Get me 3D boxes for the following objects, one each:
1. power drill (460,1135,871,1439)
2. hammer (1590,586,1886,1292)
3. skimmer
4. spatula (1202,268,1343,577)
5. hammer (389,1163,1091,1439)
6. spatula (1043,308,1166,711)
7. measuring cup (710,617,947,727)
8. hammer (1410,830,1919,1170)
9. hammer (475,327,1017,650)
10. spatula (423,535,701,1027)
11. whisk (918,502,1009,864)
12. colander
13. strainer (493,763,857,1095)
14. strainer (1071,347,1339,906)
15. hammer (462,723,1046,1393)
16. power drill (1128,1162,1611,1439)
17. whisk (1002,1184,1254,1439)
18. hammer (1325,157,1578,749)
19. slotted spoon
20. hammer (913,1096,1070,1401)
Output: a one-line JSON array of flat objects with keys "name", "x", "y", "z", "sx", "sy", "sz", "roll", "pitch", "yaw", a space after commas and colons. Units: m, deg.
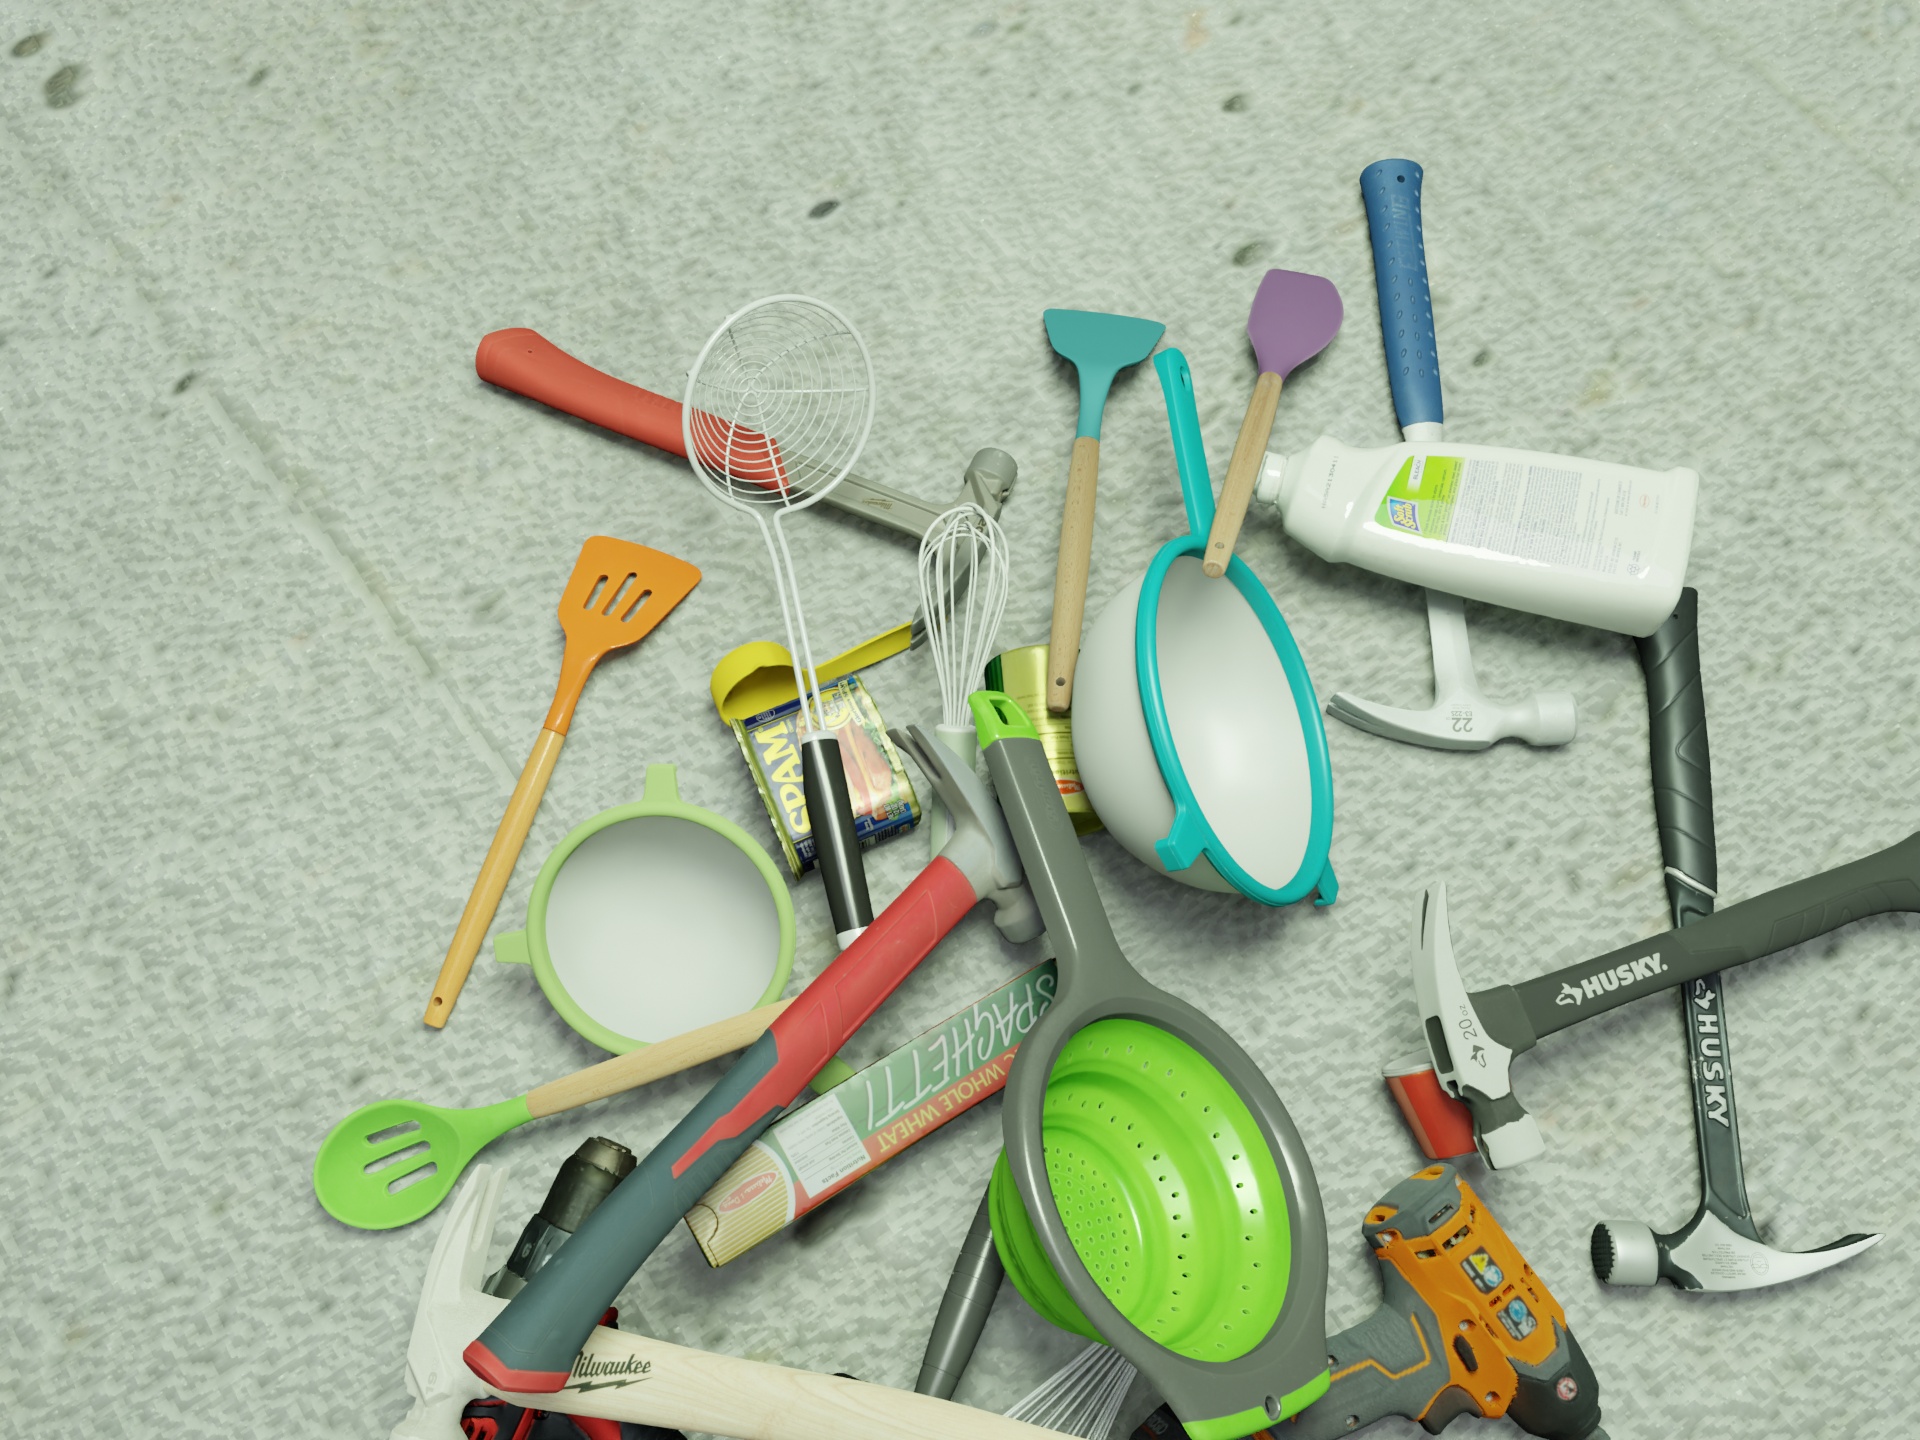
[{"name": "power drill", "x": -0.154, "y": 0.345, "z": 0.842, "sx": 0.227, "sy": 0.080, "sz": 0.188, "roll": 20, "pitch": 74, "yaw": 11}, {"name": "hammer", "x": 0.429, "y": 0.114, "z": 0.918, "sx": 0.149, "sy": 0.036, "sz": 0.409, "roll": 2, "pitch": 72, "yaw": 1}, {"name": "skimmer", "x": -0.078, "y": -0.056, "z": 0.894, "sx": 0.127, "sy": 0.090, "sz": 0.363, "roll": -3, "pitch": 75, "yaw": -38}, {"name": "spatula", "x": 0.187, "y": -0.191, "z": 0.968, "sx": 0.060, "sy": 0.018, "sz": 0.316, "roll": 14, "pitch": 48, "yaw": 11}, {"name": "hammer", "x": -0.076, "y": 0.319, "z": 0.758, "sx": 0.411, "sy": 0.038, "sz": 0.146, "roll": 5, "pitch": 73, "yaw": 16}, {"name": "spatula", "x": 0.076, "y": -0.143, "z": 0.978, "sx": 0.082, "sy": 0.044, "sz": 0.318, "roll": 8, "pitch": 64, "yaw": 2}, {"name": "measuring cup", "x": -0.082, "y": -0.042, "z": 0.981, "sx": 0.156, "sy": 0.062, "sz": 0.029, "roll": -24, "pitch": 57, "yaw": -18}, {"name": "hammer", "x": 0.401, "y": 0.120, "z": 0.870, "sx": 0.334, "sy": 0.035, "sz": 0.146, "roll": -16, "pitch": 75, "yaw": -14}, {"name": "hammer", "x": -0.152, "y": -0.167, "z": 1.014, "sx": 0.359, "sy": 0.036, "sz": 0.149, "roll": 22, "pitch": 60, "yaw": 10}, {"name": "spatula", "x": -0.254, "y": 0.032, "z": 0.972, "sx": 0.081, "sy": 0.041, "sz": 0.323, "roll": 18, "pitch": 78, "yaw": 8}, {"name": "whisk", "x": -0.001, "y": -0.003, "z": 0.925, "sx": 0.057, "sy": 0.059, "sz": 0.246, "roll": -1, "pitch": 97, "yaw": -32}, {"name": "colander", "x": 0.057, "y": 0.173, "z": 0.836, "sx": 0.204, "sy": 0.094, "sz": 0.397, "roll": 3, "pitch": 58, "yaw": -43}, {"name": "strainer", "x": -0.126, "y": 0.149, "z": 0.913, "sx": 0.256, "sy": 0.069, "sz": 0.151, "roll": 42, "pitch": 98, "yaw": -5}, {"name": "strainer", "x": 0.116, "y": -0.051, "z": 0.921, "sx": 0.095, "sy": 0.210, "sz": 0.341, "roll": -20, "pitch": 68, "yaw": 33}, {"name": "hammer", "x": -0.103, "y": 0.165, "z": 0.803, "sx": 0.386, "sy": 0.038, "sz": 0.143, "roll": -44, "pitch": 107, "yaw": -32}, {"name": "power drill", "x": 0.219, "y": 0.363, "z": 0.820, "sx": 0.226, "sy": 0.084, "sz": 0.164, "roll": -35, "pitch": 81, "yaw": -13}, {"name": "whisk", "x": 0.085, "y": 0.338, "z": 0.849, "sx": 0.070, "sy": 0.070, "sz": 0.284, "roll": 40, "pitch": 72, "yaw": 13}, {"name": "hammer", "x": 0.290, "y": -0.177, "z": 1.014, "sx": 0.144, "sy": 0.035, "sz": 0.406, "roll": -2, "pitch": 72, "yaw": 1}, {"name": "slotted spoon", "x": -0.213, "y": 0.207, "z": 0.880, "sx": 0.314, "sy": 0.031, "sz": 0.070, "roll": -21, "pitch": 89, "yaw": 8}, {"name": "hammer", "x": -0.010, "y": 0.340, "z": 0.827, "sx": 0.033, "sy": 0.128, "sz": 0.331, "roll": 21, "pitch": 65, "yaw": 7}]
